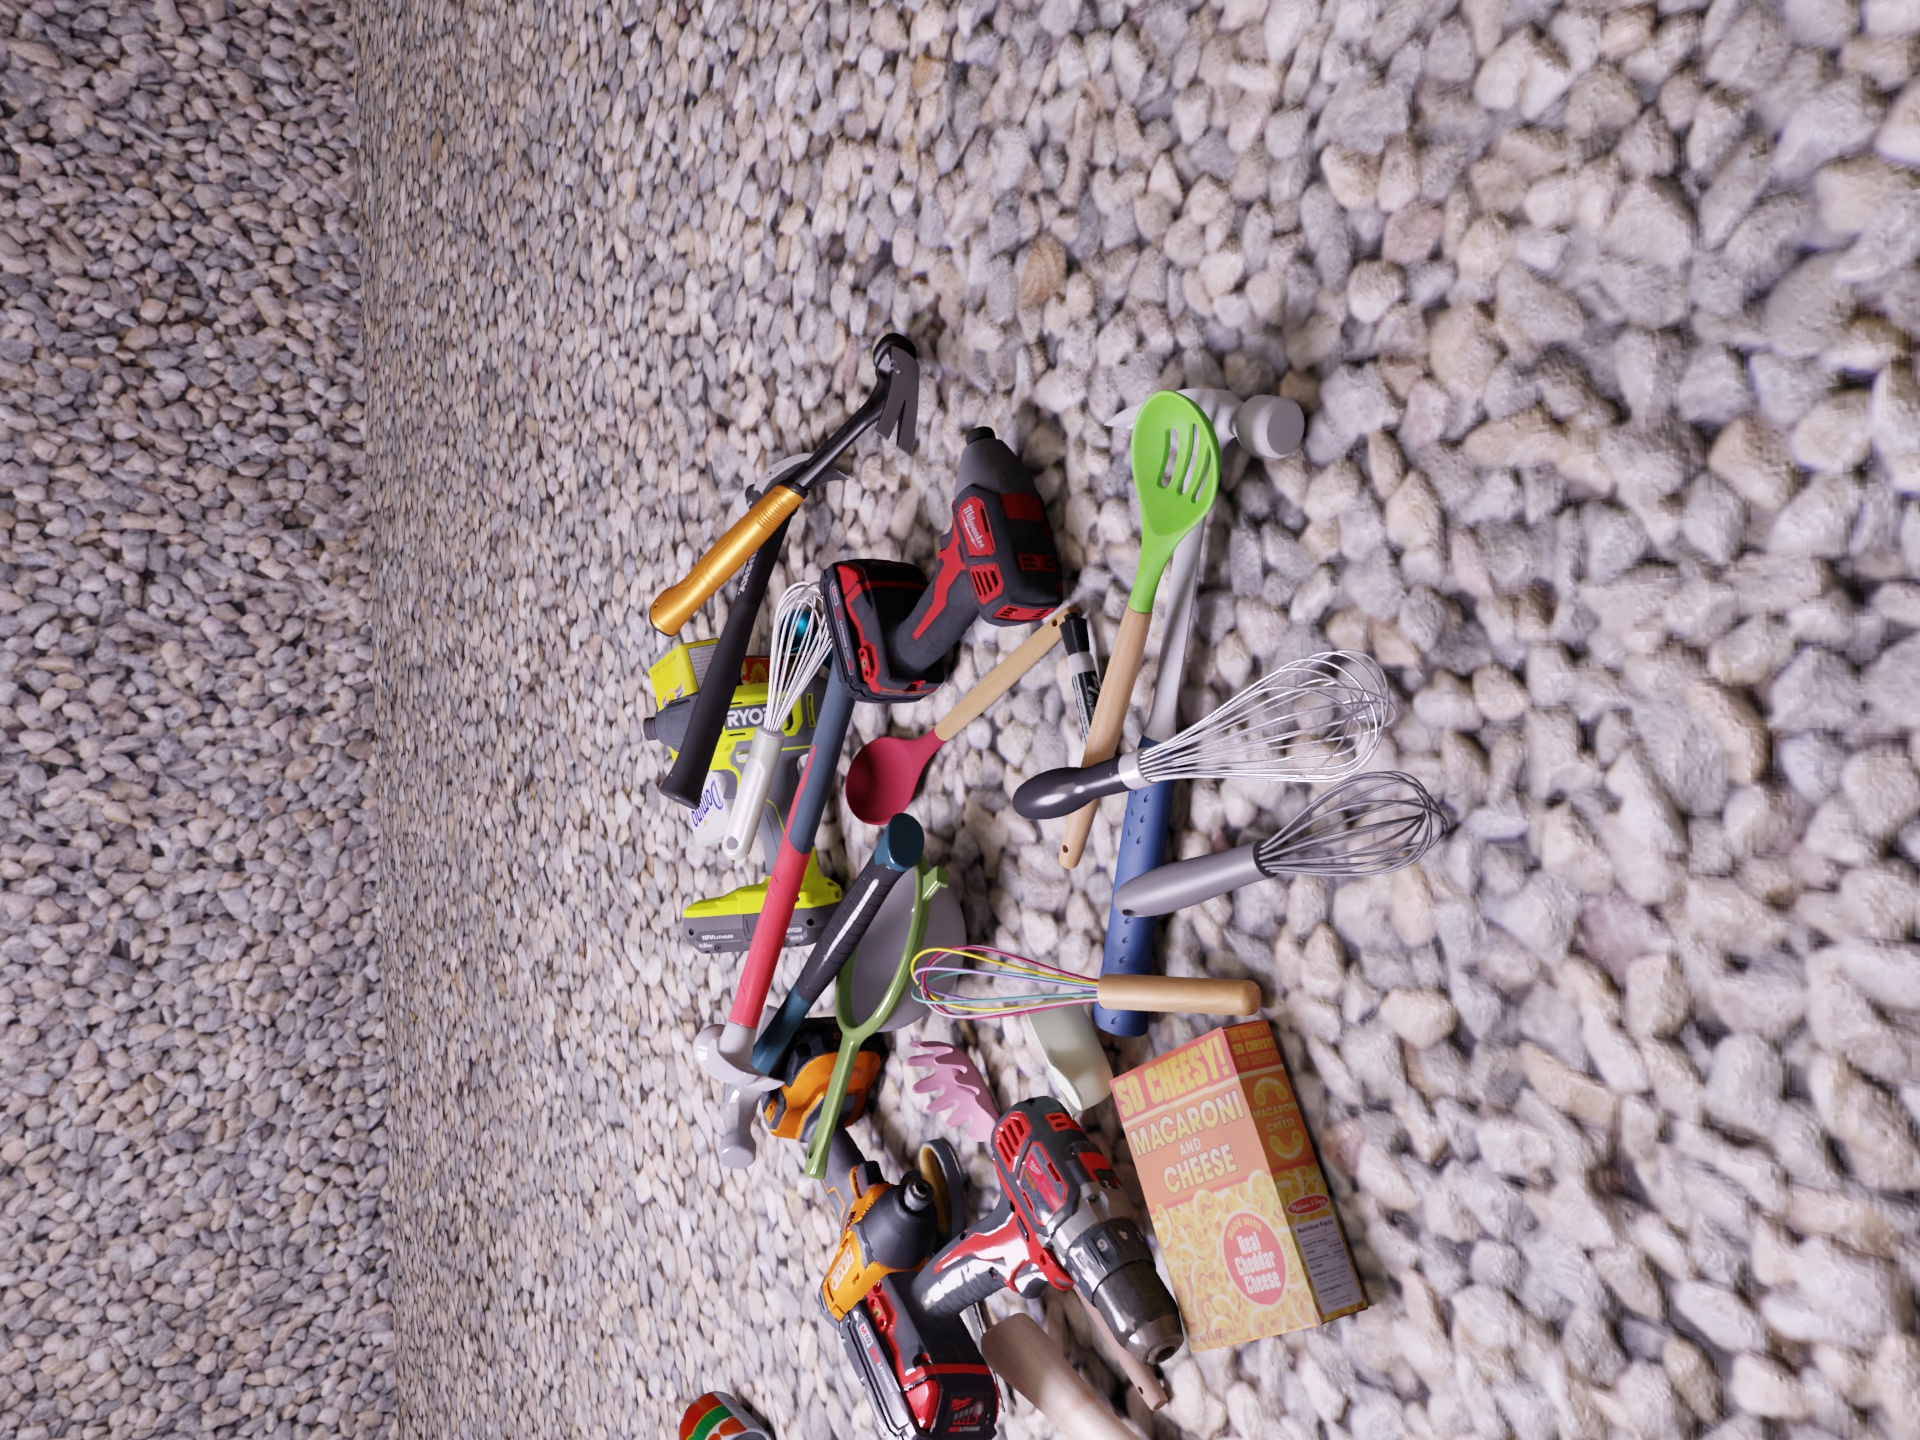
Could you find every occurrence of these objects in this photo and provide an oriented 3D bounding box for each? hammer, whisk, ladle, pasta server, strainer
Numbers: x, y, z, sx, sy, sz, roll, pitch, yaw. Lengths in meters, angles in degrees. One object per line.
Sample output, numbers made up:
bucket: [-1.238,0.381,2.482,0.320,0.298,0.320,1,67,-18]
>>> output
hammer: [-0.122,0.094,1.245,0.143,0.038,0.386,-7,66,66]
hammer: [-0.112,0.199,1.227,0.331,0.033,0.128,-58,23,31]
whisk: [0.167,0.077,0.886,0.239,0.055,0.055,-26,70,48]
whisk: [-0.151,0.002,1.283,0.058,0.059,0.246,25,107,22]
whisk: [0.126,0.019,0.905,0.284,0.070,0.070,-19,75,48]
ladle: [-0.002,-0.004,1.188,0.315,0.031,0.069,-42,61,48]
hammer: [0.141,0.491,0.963,0.411,0.038,0.146,20,112,53]
hammer: [-0.182,-0.079,1.325,0.146,0.035,0.335,-19,49,49]
pasta server: [0.049,0.344,1.118,0.317,0.040,0.060,53,146,40]
hammer: [0.122,-0.001,0.985,0.144,0.035,0.405,26,113,54]
strainer: [-0.050,0.223,1.193,0.151,0.069,0.256,5,77,70]
hammer: [-0.150,-0.166,1.286,0.337,0.034,0.127,-39,35,33]
whisk: [0.069,0.166,0.994,0.245,0.051,0.047,-3,93,33]

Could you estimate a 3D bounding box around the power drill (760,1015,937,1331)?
power drill: [-0.083,0.347,1.266,0.164,0.084,0.227,-63,37,35]

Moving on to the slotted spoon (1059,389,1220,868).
slotted spoon: [0.100,-0.045,0.958,0.070,0.031,0.313,37,124,41]

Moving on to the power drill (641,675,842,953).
power drill: [-0.183,0.081,1.365,0.080,0.171,0.223,-2,-94,-78]

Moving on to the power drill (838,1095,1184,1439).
power drill: [0.036,0.384,1.036,0.226,0.080,0.188,-53,44,16]

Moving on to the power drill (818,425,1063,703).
power drill: [-0.014,-0.108,1.159,0.219,0.078,0.143,-34,63,50]

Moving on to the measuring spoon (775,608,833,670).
measuring spoon: [-0.116,-0.058,1.375,0.129,0.021,0.042,34,90,42]

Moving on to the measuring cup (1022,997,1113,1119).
measuring cup: [0.077,0.216,1.002,0.167,0.038,0.083,151,95,-86]
